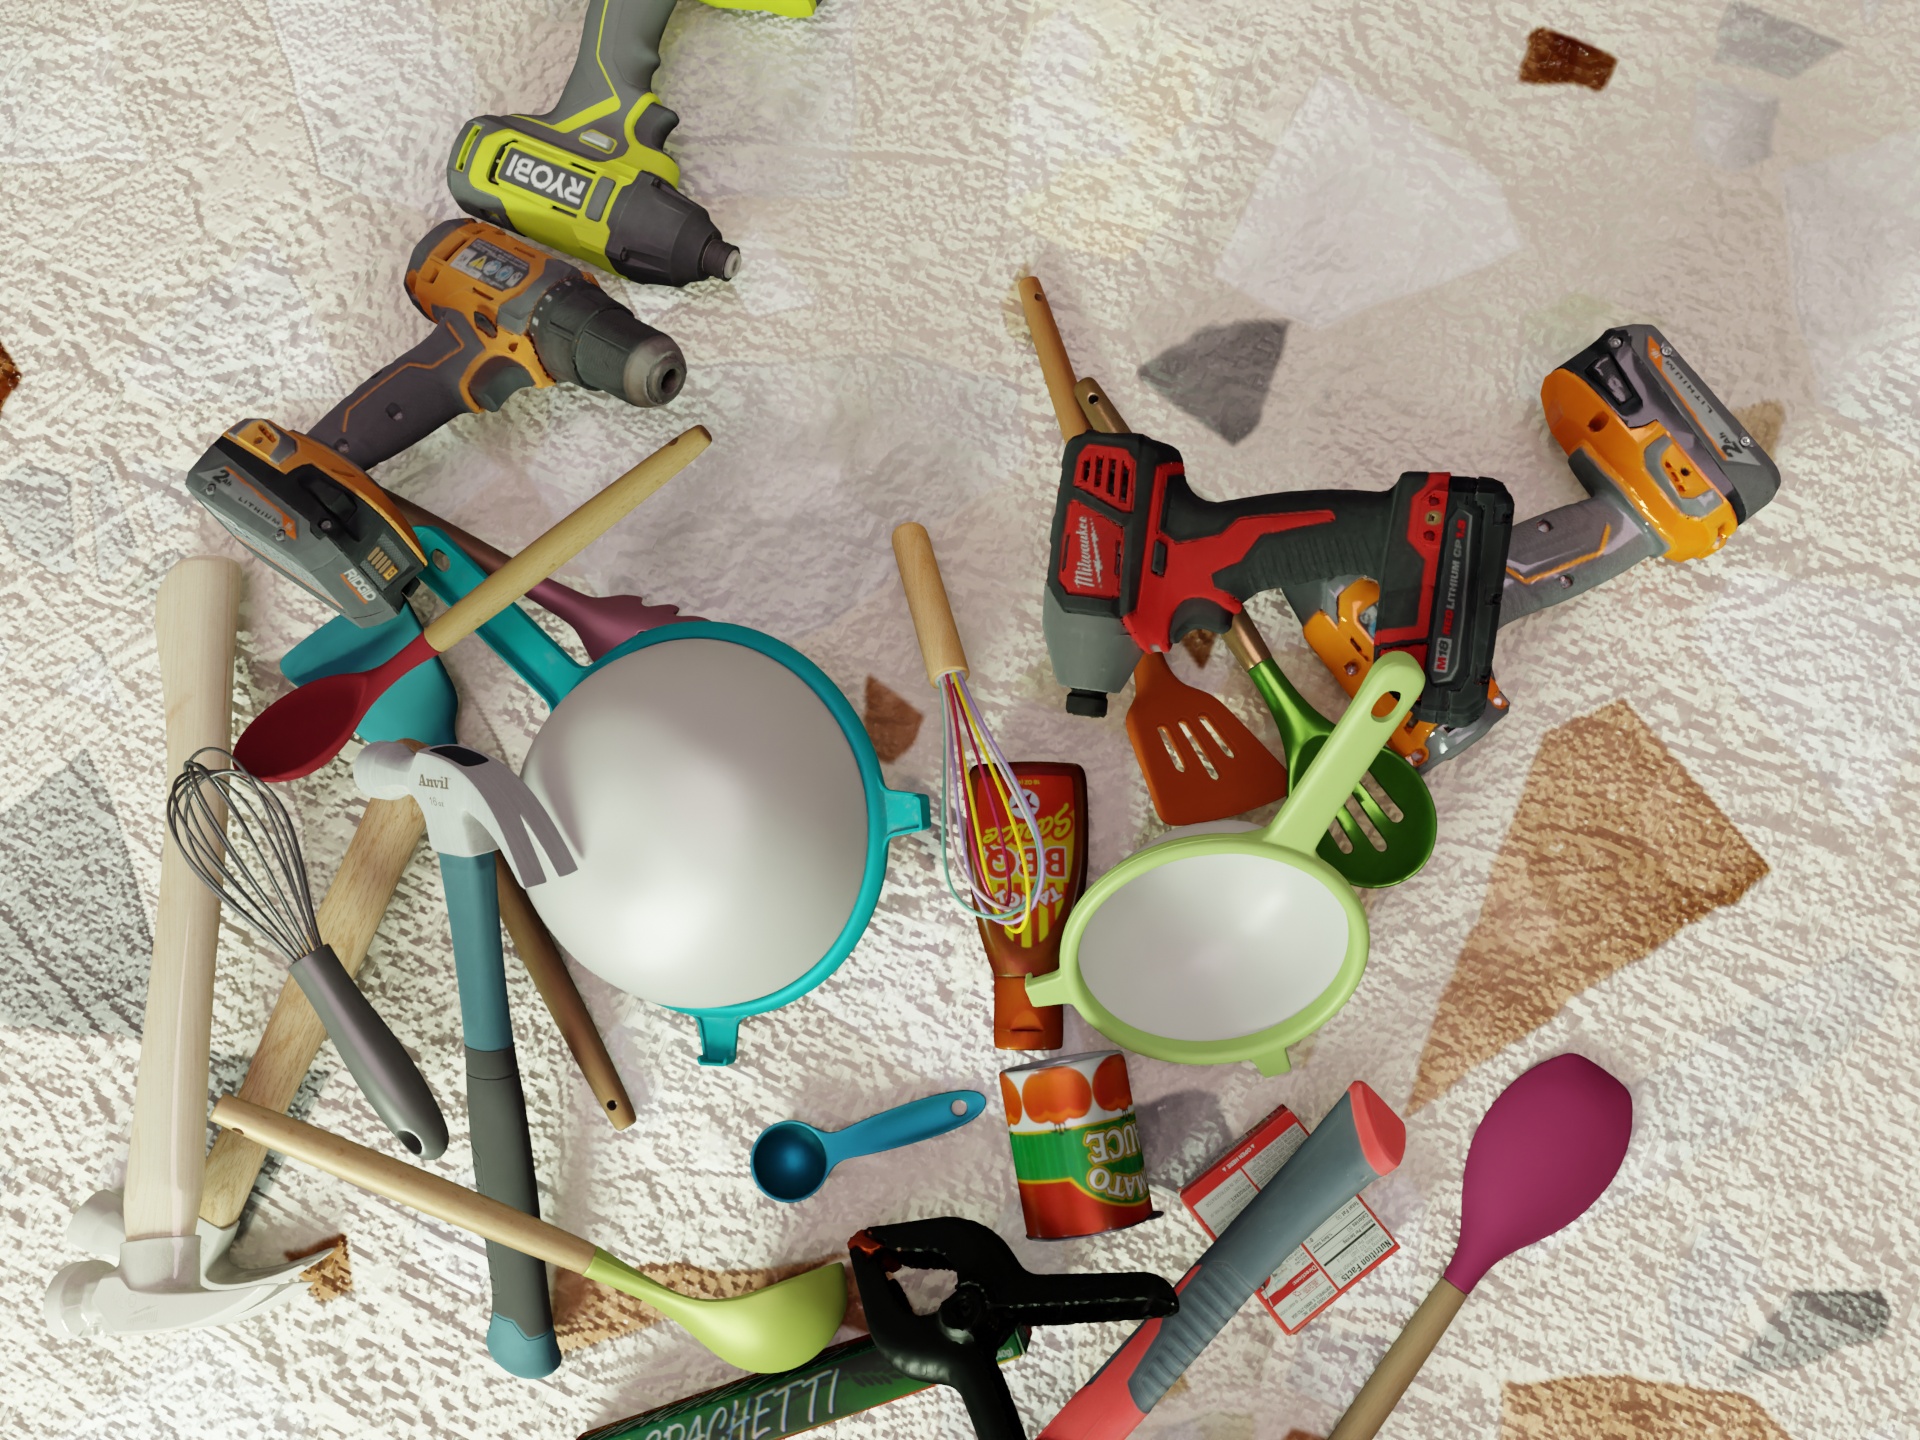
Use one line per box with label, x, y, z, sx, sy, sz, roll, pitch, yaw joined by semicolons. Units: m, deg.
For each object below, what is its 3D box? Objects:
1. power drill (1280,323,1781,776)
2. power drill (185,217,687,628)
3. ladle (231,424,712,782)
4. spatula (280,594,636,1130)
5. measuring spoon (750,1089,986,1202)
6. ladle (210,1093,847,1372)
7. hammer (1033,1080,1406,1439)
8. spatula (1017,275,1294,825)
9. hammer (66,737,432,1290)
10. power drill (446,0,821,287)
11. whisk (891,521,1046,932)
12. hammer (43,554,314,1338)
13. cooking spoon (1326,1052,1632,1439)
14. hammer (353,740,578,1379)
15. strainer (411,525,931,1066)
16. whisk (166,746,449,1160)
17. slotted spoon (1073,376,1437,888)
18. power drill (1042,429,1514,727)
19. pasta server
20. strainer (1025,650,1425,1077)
power drill;0.277;-0.100;0.822;0.226;0.084;0.164;-37;80;4
power drill;-0.269;-0.158;0.845;0.185;0.084;0.226;29;70;25
ladle;-0.250;-0.057;0.810;0.315;0.031;0.069;-33;43;15
spatula;-0.259;0.082;0.865;0.082;0.044;0.317;-31;82;6
measuring spoon;-0.048;0.220;0.845;0.128;0.021;0.042;-16;81;-6
ladle;-0.200;0.239;0.770;0.320;0.078;0.062;29;49;-15
hammer;0.067;0.320;0.767;0.386;0.143;0.038;-46;111;-5
spatula;0.088;-0.098;0.858;0.081;0.041;0.323;-14;79;-21
hammer;-0.353;0.165;0.851;0.130;0.031;0.331;27;93;5
power drill;-0.169;-0.363;0.900;0.171;0.080;0.223;23;89;9
whisk;-0.002;-0.001;0.823;0.051;0.047;0.245;-19;60;5
hammer;-0.400;0.103;0.838;0.146;0.038;0.411;-12;71;21
cooking spoon;0.236;0.307;0.803;0.069;0.017;0.319;36;87;9
hammer;-0.238;0.176;0.806;0.128;0.033;0.331;4;103;35
strainer;-0.194;0.013;0.815;0.340;0.095;0.211;43;107;11
whisk;-0.324;0.118;0.800;0.055;0.055;0.239;-32;91;1
slotted spoon;0.145;-0.052;0.831;0.070;0.031;0.314;-32;78;5
power drill;0.147;-0.061;0.775;0.220;0.078;0.143;8;91;18
pasta server;-0.263;-0.088;0.898;0.316;0.040;0.060;28;86;12
strainer;0.144;0.058;0.772;0.151;0.069;0.256;19;122;-13
